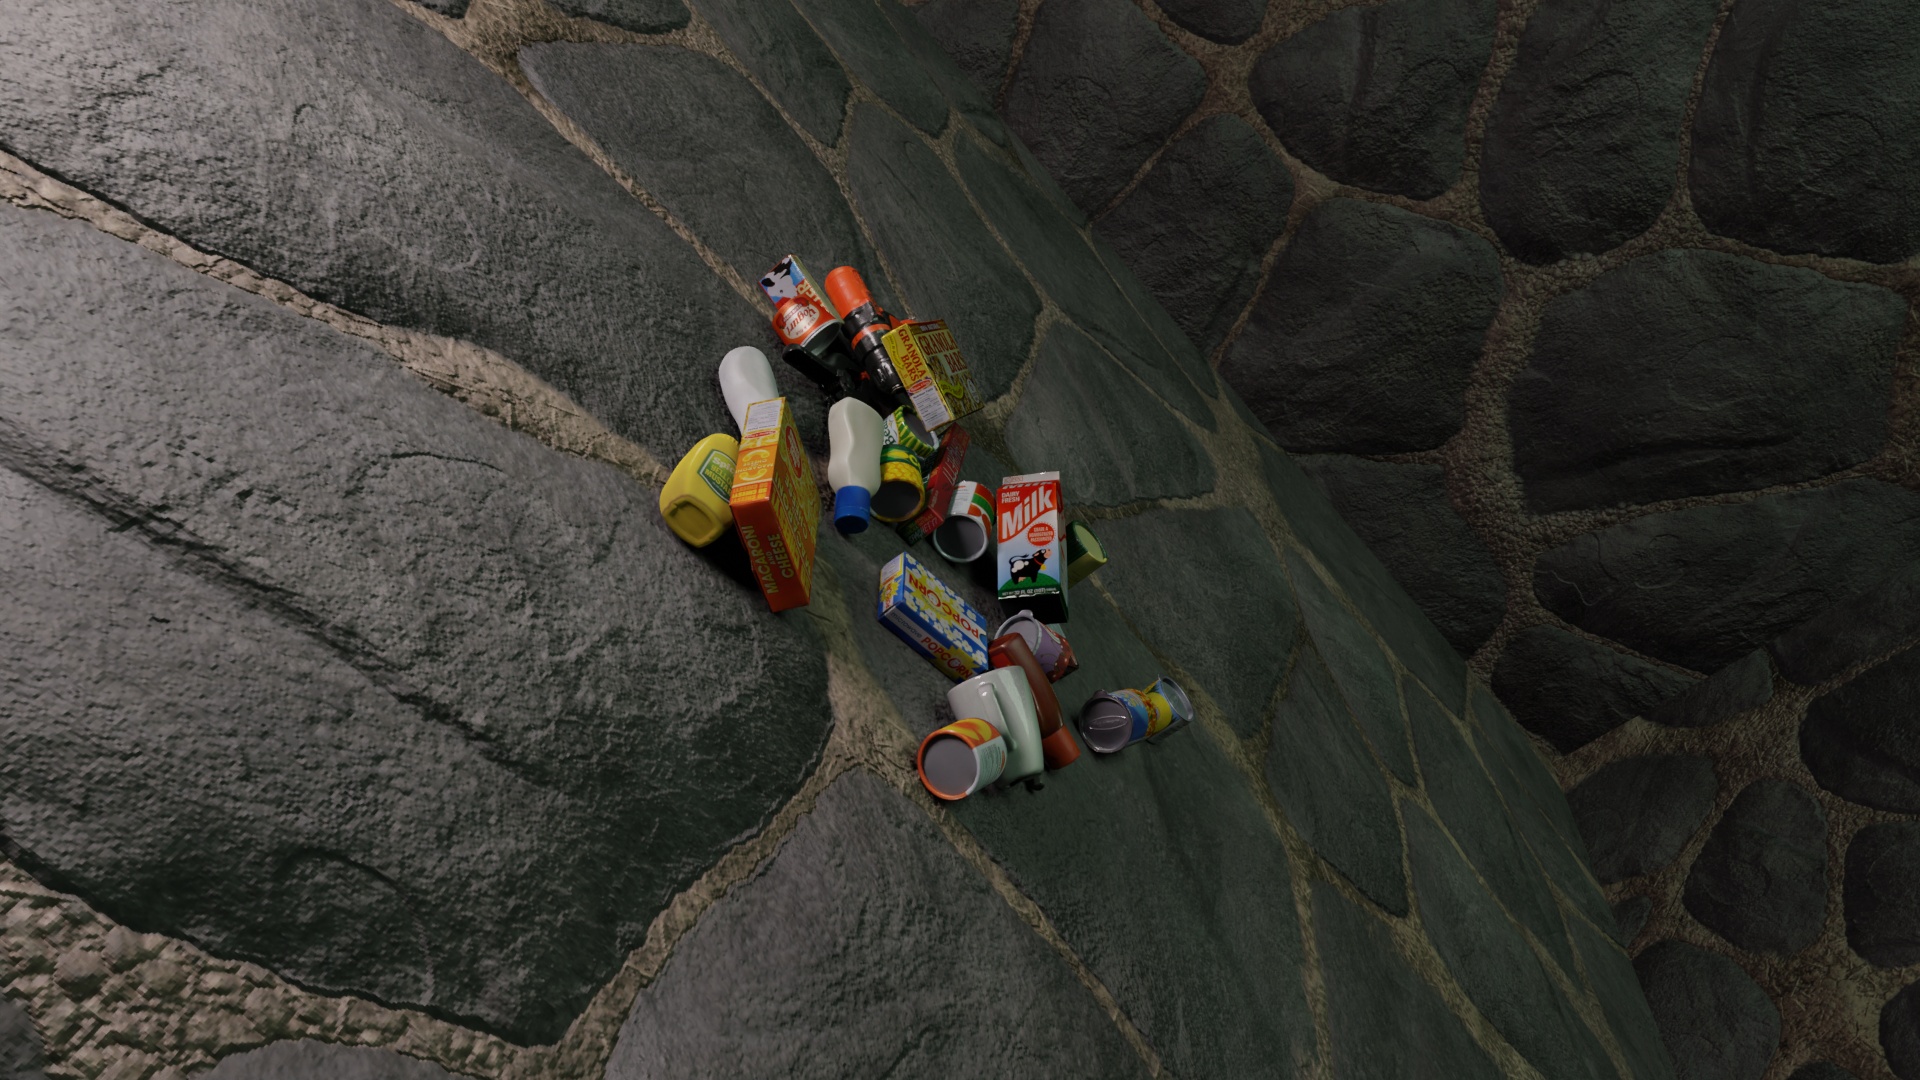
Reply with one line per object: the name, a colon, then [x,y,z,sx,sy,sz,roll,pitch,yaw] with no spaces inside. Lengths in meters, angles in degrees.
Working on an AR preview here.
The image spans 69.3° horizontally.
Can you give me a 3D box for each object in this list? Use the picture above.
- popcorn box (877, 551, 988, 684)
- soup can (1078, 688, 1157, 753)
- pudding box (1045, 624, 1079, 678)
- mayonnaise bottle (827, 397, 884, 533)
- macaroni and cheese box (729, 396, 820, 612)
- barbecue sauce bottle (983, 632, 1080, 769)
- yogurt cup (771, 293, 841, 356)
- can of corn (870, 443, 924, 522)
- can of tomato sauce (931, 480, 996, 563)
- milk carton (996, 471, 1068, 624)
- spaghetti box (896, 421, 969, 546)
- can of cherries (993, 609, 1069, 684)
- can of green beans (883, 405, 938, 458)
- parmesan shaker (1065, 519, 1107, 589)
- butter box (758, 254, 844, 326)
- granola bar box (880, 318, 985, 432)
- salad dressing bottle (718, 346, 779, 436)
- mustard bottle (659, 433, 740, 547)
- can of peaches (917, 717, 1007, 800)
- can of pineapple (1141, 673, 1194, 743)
popcorn box: [-0.028,0.081,1.429,0.126,0.038,0.085,41,25,-24]
soup can: [0.182,0.204,1.603,0.071,0.071,0.084,59,23,15]
pudding box: [0.101,0.118,1.625,0.049,0.030,0.084,20,39,-54]
mayonnaise bottle: [-0.112,-0.077,1.460,0.064,0.041,0.149,33,44,-39]
macaroni and cheese box: [-0.167,-0.034,1.270,0.167,0.040,0.123,-91,168,-53]
barbecue sauce bottle: [0.075,0.171,1.467,0.044,0.064,0.148,-35,96,-38]
yogurt cup: [-0.178,-0.244,1.587,0.054,0.072,0.072,47,22,8]
can of corn: [-0.071,-0.062,1.513,0.071,0.071,0.058,35,29,-35]
can of tomato sauce: [0.006,-0.020,1.601,0.071,0.071,0.083,46,25,-15]
milk carton: [0.084,0.000,1.620,0.073,0.072,0.191,68,19,-55]
spaghetti box: [-0.029,-0.071,1.629,0.028,0.050,0.251,47,23,-16]
can of cherries: [0.079,0.120,1.531,0.058,0.071,0.072,33,29,-38]
can of green beans: [-0.068,-0.115,1.610,0.071,0.057,0.071,41,25,-24]
parmesan shaker: [0.121,0.029,1.695,0.071,0.103,0.072,42,24,-24]
butter box: [-0.187,-0.280,1.633,0.103,0.053,0.024,55,20,4]
granola bar box: [-0.029,-0.200,1.660,0.124,0.039,0.166,64,17,-4]
salad dressing bottle: [-0.207,-0.130,1.395,0.064,0.044,0.148,31,32,-45]
mustard bottle: [-0.225,-0.058,1.249,0.065,0.048,0.161,46,24,-23]
can of peaches: [-0.001,0.200,1.278,0.071,0.071,0.058,57,24,11]
can of pineapple: [0.248,0.210,1.729,0.071,0.057,0.071,42,25,-24]
